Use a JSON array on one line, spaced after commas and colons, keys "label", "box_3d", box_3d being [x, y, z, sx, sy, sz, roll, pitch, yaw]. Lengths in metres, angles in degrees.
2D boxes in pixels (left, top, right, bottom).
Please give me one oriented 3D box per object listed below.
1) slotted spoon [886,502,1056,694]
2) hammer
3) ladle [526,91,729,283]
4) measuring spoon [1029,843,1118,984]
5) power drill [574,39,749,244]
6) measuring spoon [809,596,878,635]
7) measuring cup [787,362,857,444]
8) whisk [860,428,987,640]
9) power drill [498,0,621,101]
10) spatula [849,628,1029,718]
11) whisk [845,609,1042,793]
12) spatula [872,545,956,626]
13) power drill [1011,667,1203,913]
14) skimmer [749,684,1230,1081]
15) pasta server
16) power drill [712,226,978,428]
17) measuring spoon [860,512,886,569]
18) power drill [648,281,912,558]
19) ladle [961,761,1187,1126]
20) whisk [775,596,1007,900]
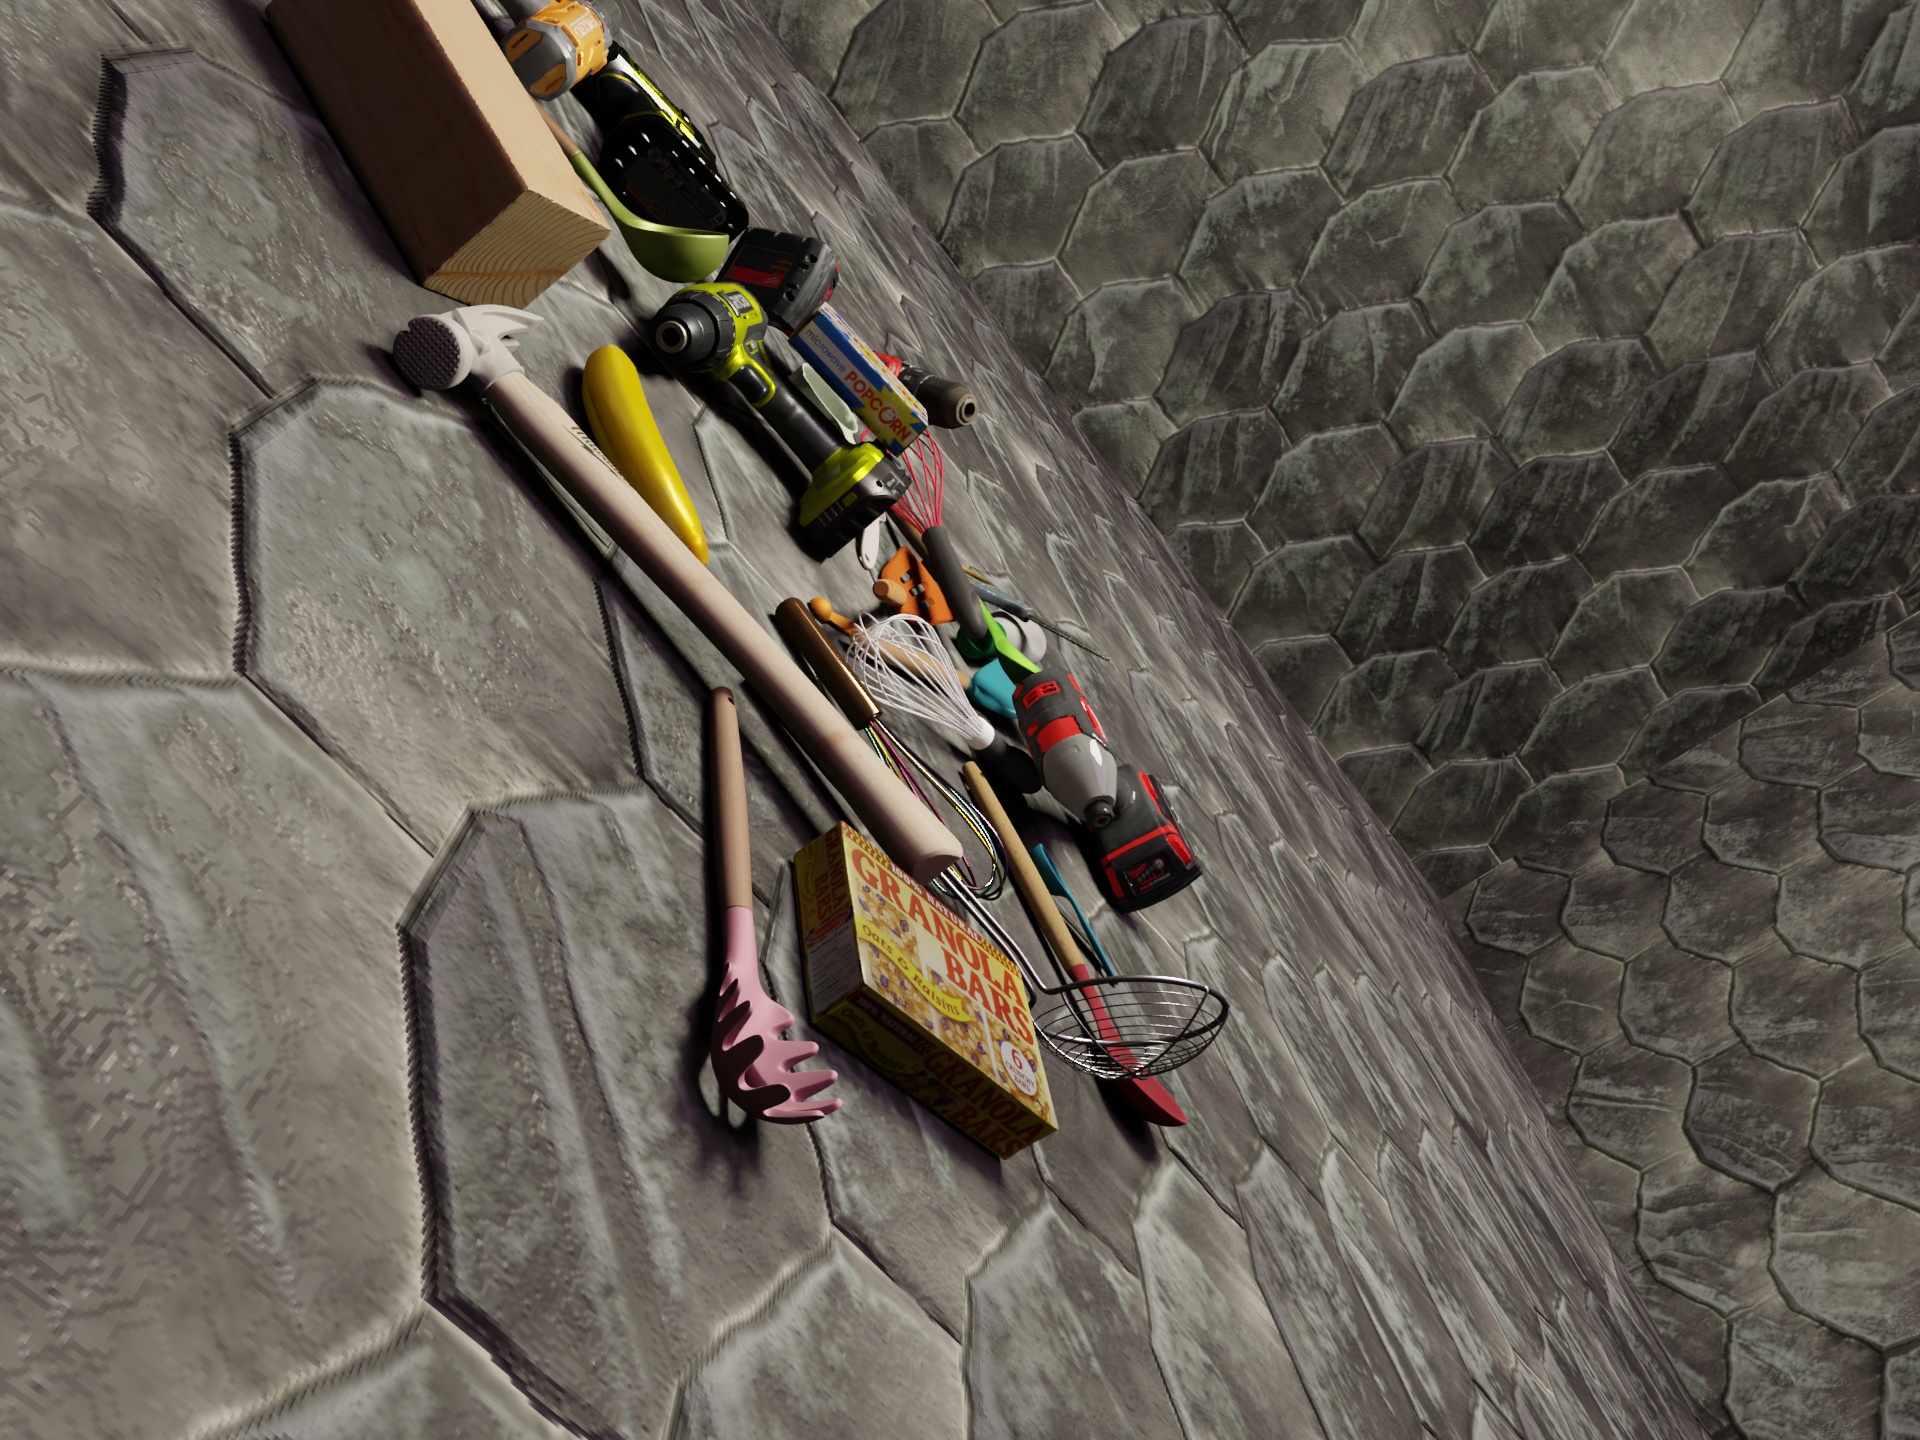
[{"label": "slotted spoon", "box_3d": [0.002, -0.114, 1.400, 0.070, 0.031, 0.314, 23, 23, -49]}, {"label": "hammer", "box_3d": [-0.143, -0.070, 0.907, 0.410, 0.038, 0.146, 48, 15, -9]}, {"label": "ladle", "box_3d": [-0.302, -0.452, 1.199, 0.320, 0.062, 0.078, 46, 22, -3]}, {"label": "measuring spoon", "box_3d": [0.083, 0.152, 1.206, 0.128, 0.021, 0.042, 60, 4, -14]}, {"label": "power drill", "box_3d": [-0.264, -0.507, 1.435, 0.171, 0.080, 0.223, 41, 18, -38]}, {"label": "measuring spoon", "box_3d": [-0.078, -0.070, 1.191, 0.116, 0.011, 0.021, 28, 31, -59]}, {"label": "measuring cup", "box_3d": [-0.114, -0.242, 1.398, 0.083, 0.038, 0.168, 31, 30, -55]}, {"label": "whisk", "box_3d": [-0.028, -0.174, 1.396, 0.073, 0.073, 0.296, 38, 22, -46]}, {"label": "power drill", "box_3d": [-0.378, -0.642, 1.329, 0.226, 0.084, 0.185, 51, 28, -24]}, {"label": "spatula", "box_3d": [-0.004, -0.044, 1.292, 0.082, 0.044, 0.317, 51, 14, 23]}, {"label": "whisk", "box_3d": [-0.002, -0.003, 1.205, 0.284, 0.070, 0.070, 42, 19, -52]}, {"label": "spatula", "box_3d": [-0.043, -0.103, 1.244, 0.081, 0.041, 0.322, 55, 3, -2]}, {"label": "power drill", "box_3d": [0.119, 0.064, 1.303, 0.219, 0.078, 0.143, 51, 13, -50]}, {"label": "skimmer", "box_3d": [0.015, 0.088, 0.987, 0.363, 0.127, 0.090, 48, 49, -2]}, {"label": "pasta server", "box_3d": [-0.104, 0.073, 0.771, 0.060, 0.040, 0.317, 48, 16, -34]}, {"label": "power drill", "box_3d": [-0.099, -0.341, 1.445, 0.188, 0.080, 0.226, 24, -8, 39]}, {"label": "measuring spoon", "box_3d": [-0.082, -0.162, 1.373, 0.034, 0.018, 0.124, 54, 21, -29]}, {"label": "power drill", "box_3d": [-0.145, -0.240, 1.231, 0.228, 0.080, 0.191, 49, 15, -10]}, {"label": "ladle", "box_3d": [0.071, 0.155, 1.136, 0.316, 0.031, 0.069, 61, 12, 29]}, {"label": "whisk", "box_3d": [-0.050, 0.020, 1.051, 0.245, 0.051, 0.047, 53, -6, 11]}]
